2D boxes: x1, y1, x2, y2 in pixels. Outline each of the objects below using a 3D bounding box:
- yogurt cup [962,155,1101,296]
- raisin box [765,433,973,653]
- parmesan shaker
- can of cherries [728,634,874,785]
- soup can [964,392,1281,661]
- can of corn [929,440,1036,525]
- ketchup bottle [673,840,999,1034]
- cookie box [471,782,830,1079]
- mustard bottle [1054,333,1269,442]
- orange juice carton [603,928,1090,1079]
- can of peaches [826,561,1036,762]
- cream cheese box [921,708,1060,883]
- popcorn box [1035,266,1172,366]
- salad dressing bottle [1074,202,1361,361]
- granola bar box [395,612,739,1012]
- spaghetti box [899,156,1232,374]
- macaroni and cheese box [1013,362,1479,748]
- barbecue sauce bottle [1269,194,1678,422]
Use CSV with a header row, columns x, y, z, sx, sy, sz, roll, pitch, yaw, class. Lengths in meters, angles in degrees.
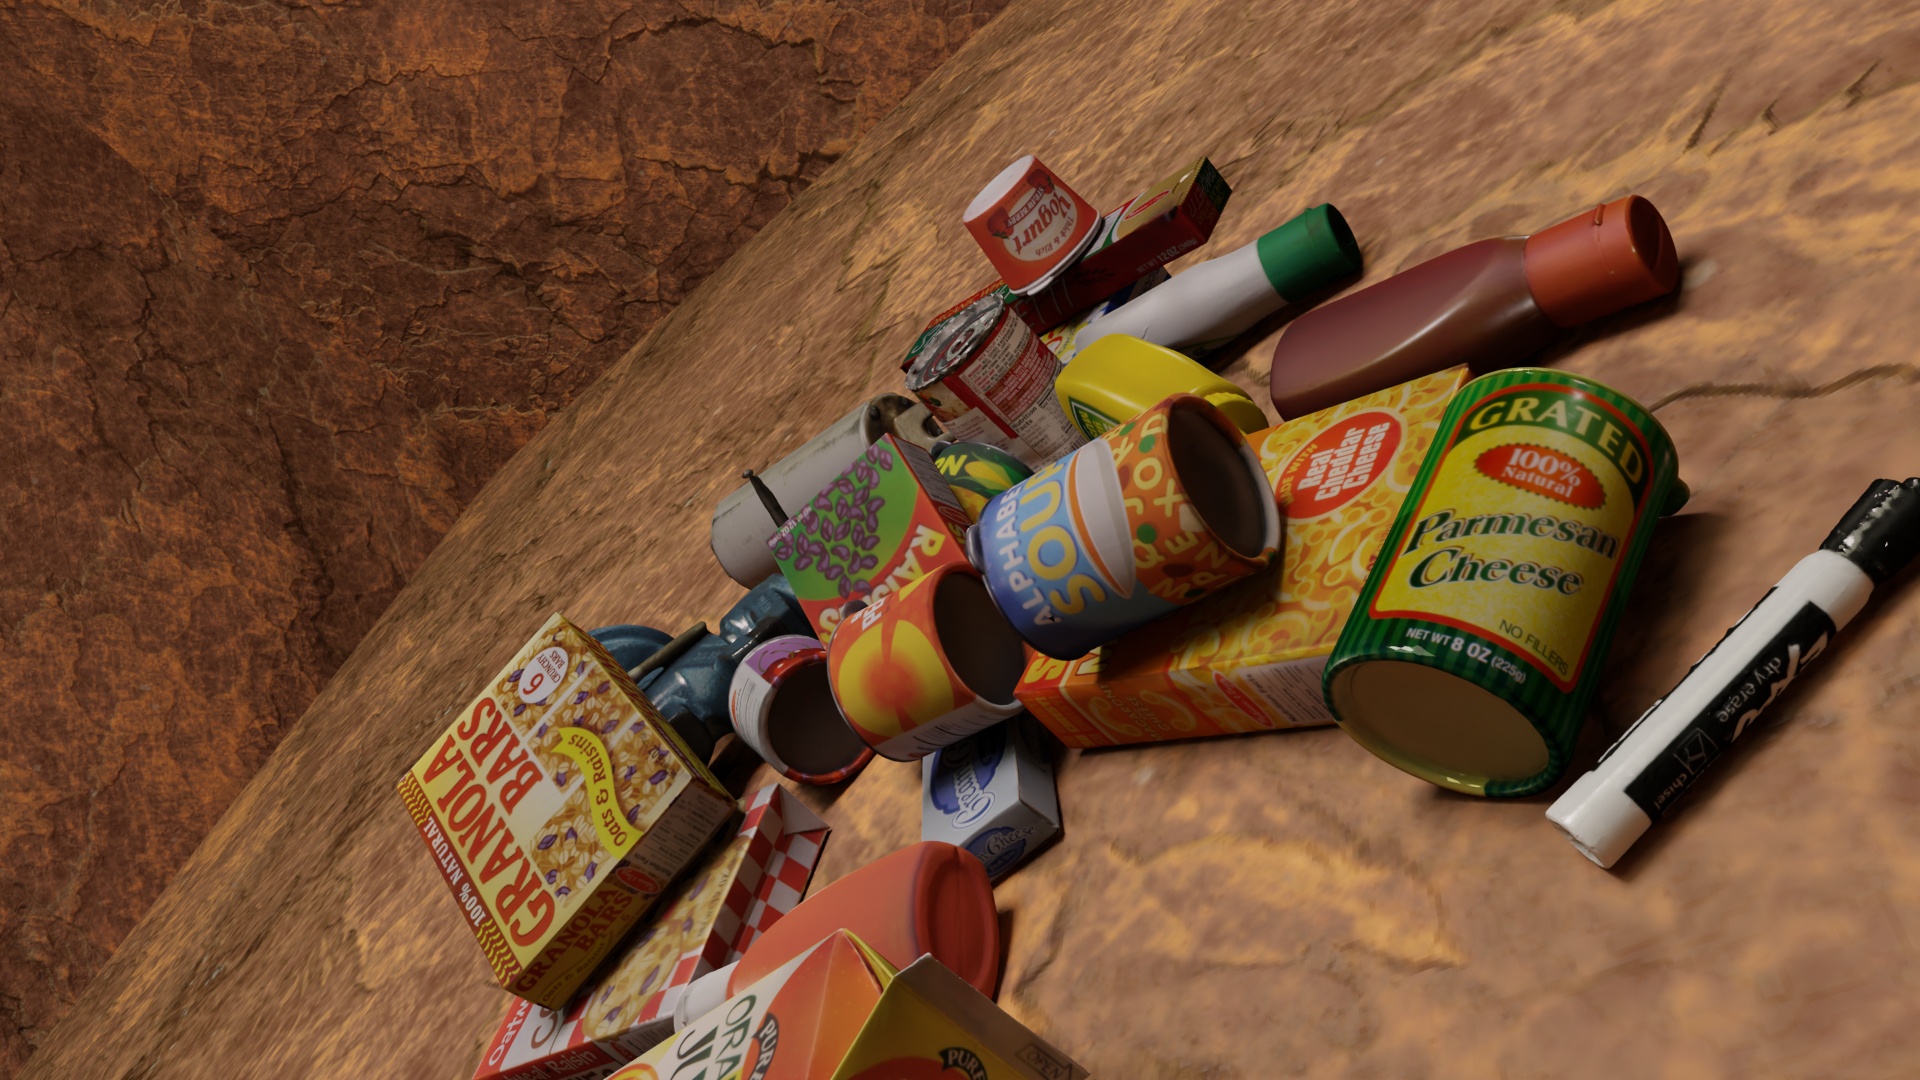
x,y,z,sx,sy,sz,roll,pitch,yaw,class
0.038,-0.182,0.794,0.072,0.054,0.073,-39,21,18,yogurt cup
-0.027,0.025,0.648,0.086,0.040,0.124,-40,62,15,raisin box
0.153,0.012,0.385,0.071,0.071,0.103,-14,38,56,parmesan shaker
-0.075,0.083,0.696,0.071,0.071,0.058,-50,20,-12,can of cherries
0.055,-0.004,0.477,0.083,0.071,0.072,-30,25,35,soup can
0.003,-0.009,0.710,0.071,0.071,0.058,-19,34,52,can of corn
-0.051,0.163,0.519,0.148,0.043,0.065,-32,44,35,ketchup bottle
-0.146,0.196,0.656,0.167,0.040,0.123,-29,26,36,cookie box
0.096,-0.054,0.625,0.049,0.065,0.160,-43,23,-4,mustard bottle
-0.055,0.190,0.438,0.192,0.071,0.073,-37,22,23,orange juice carton
-0.011,0.046,0.557,0.058,0.071,0.071,-29,26,34,can of peaches
0.010,0.095,0.563,0.053,0.024,0.104,-41,20,17,cream cheese box
0.070,-0.111,0.820,0.085,0.038,0.127,-22,31,46,popcorn box
0.129,-0.120,0.707,0.147,0.044,0.064,-26,-7,33,salad dressing bottle
-0.196,0.126,0.679,0.124,0.039,0.166,-48,44,-6,granola bar box
0.054,-0.152,0.828,0.249,0.028,0.050,-22,30,48,spaghetti box
0.108,0.012,0.507,0.166,0.040,0.124,-18,34,51,macaroni and cheese box
0.190,-0.085,0.527,0.148,0.043,0.065,-21,32,48,barbecue sauce bottle
